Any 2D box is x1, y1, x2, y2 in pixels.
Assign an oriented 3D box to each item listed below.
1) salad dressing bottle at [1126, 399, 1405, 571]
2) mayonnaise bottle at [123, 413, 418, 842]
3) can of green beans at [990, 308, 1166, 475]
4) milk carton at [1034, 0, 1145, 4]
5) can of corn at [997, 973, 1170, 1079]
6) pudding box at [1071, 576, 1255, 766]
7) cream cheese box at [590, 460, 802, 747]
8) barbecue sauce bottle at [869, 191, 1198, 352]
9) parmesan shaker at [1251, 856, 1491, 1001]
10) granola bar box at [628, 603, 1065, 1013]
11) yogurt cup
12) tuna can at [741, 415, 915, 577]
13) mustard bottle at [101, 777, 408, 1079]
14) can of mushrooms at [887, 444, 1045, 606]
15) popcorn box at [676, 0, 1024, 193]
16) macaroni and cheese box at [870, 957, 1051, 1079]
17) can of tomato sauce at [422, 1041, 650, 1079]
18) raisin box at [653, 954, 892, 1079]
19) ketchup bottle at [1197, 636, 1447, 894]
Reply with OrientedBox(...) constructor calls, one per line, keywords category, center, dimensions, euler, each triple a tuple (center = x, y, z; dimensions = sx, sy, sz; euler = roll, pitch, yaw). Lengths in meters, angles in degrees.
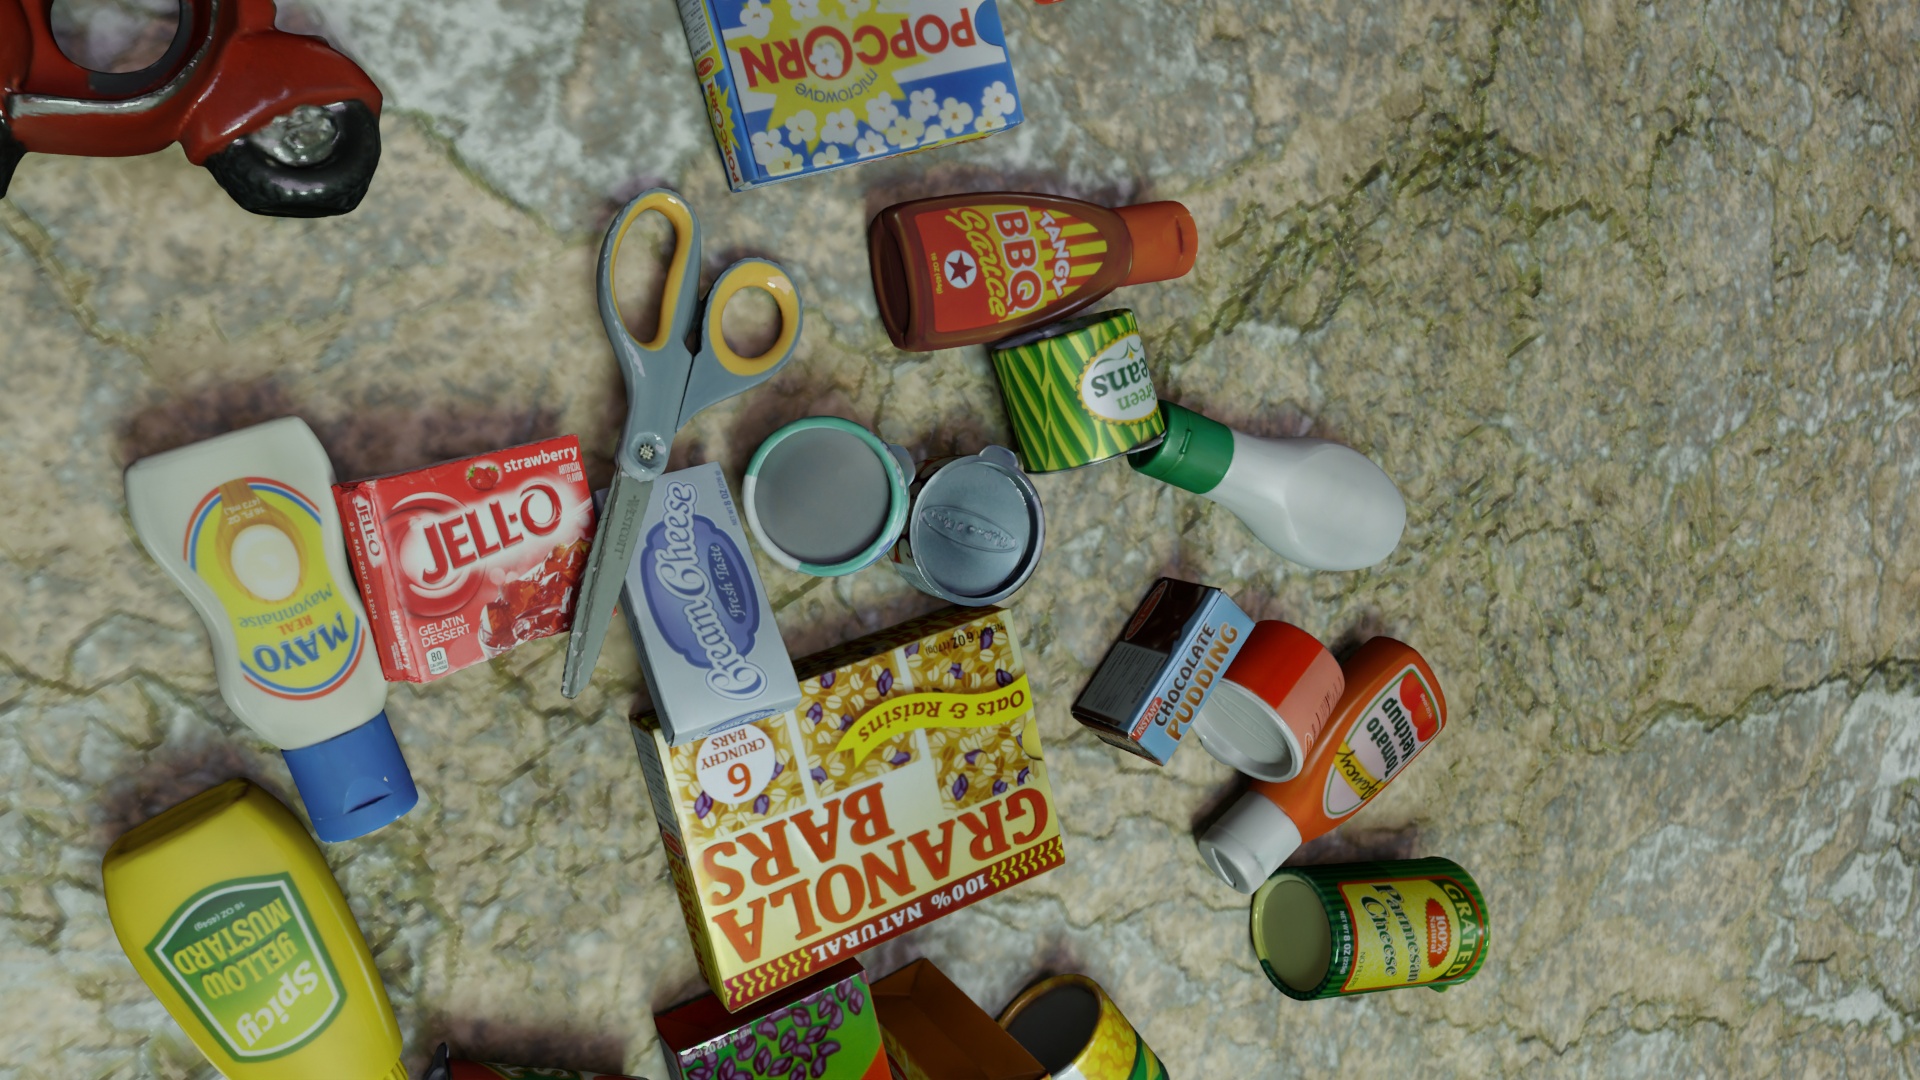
OrientedBox(category="salad dressing bottle", center=(0.151, -0.029, 0.683), dimensions=(0.148, 0.044, 0.064), euler=(19, 87, -25))
OrientedBox(category="mayonnaise bottle", center=(-0.236, 0.033, 0.492), dimensions=(0.065, 0.041, 0.147), euler=(-24, 103, -30))
OrientedBox(category="can of green beans", center=(0.052, -0.067, 0.617), dimensions=(0.071, 0.071, 0.057), euler=(-22, 103, -24))
OrientedBox(category="milk carton", center=(0.026, -0.297, 0.586), dimensions=(0.190, 0.072, 0.073), euler=(31, 80, -24))
OrientedBox(category="can of corn", center=(0.054, 0.242, 0.641), dimensions=(0.071, 0.071, 0.058), euler=(-42, 110, -18))
OrientedBox(category="pudding box", center=(0.096, 0.060, 0.657), dimensions=(0.030, 0.049, 0.084), euler=(41, 76, -25))
OrientedBox(category="cream cheese box", center=(-0.105, 0.024, 0.546), dimensions=(0.053, 0.024, 0.104), euler=(-16, 75, -23))
OrientedBox(category="barbecue sauce bottle", center=(0.036, -0.125, 0.618), dimensions=(0.149, 0.043, 0.064), euler=(-14, 98, -26))
OrientedBox(category="parmesan shaker", center=(0.210, 0.202, 0.714), dimensions=(0.103, 0.071, 0.071), euler=(3, 92, -27))
OrientedBox(category="granola bar box", center=(-0.043, 0.108, 0.596), dimensions=(0.166, 0.039, 0.124), euler=(-18, 101, -24))
OrientedBox(category="yogurt cup", center=(0.150, 0.076, 0.679), dimensions=(0.054, 0.072, 0.072), euler=(-44, 111, -26))
OrientedBox(category="tuna can", center=(-0.053, -0.019, 0.570), dimensions=(0.071, 0.033, 0.071), euler=(0, 89, 2))
OrientedBox(category="mustard bottle", center=(-0.238, 0.165, 0.496), dimensions=(0.065, 0.049, 0.160), euler=(-30, 106, -19))
OrientedBox(category="can of mushrooms", center=(0.002, -0.008, 0.614), dimensions=(0.071, 0.033, 0.071), euler=(-2, 94, -26))
OrientedBox(category="popcorn box", center=(-0.045, -0.200, 0.575), dimensions=(0.127, 0.038, 0.085), euler=(-20, 101, -24))
OrientedBox(category="macaroni and cheese box", center=(0.017, 0.279, 0.591), dimensions=(0.040, 0.123, 0.166), euler=(-22, 103, -21))
OrientedBox(category="can of tomato sauce", center=(-0.164, 0.234, 0.530), dimensions=(0.083, 0.071, 0.071), euler=(18, 86, -27))
OrientedBox(category="raisin box", center=(-0.071, 0.246, 0.589), dimensions=(0.086, 0.040, 0.123), euler=(-18, 102, -25))
OrientedBox(category="ketchup bottle", center=(0.184, 0.117, 0.709), dimensions=(0.149, 0.043, 0.064), euler=(-39, 118, -18))
